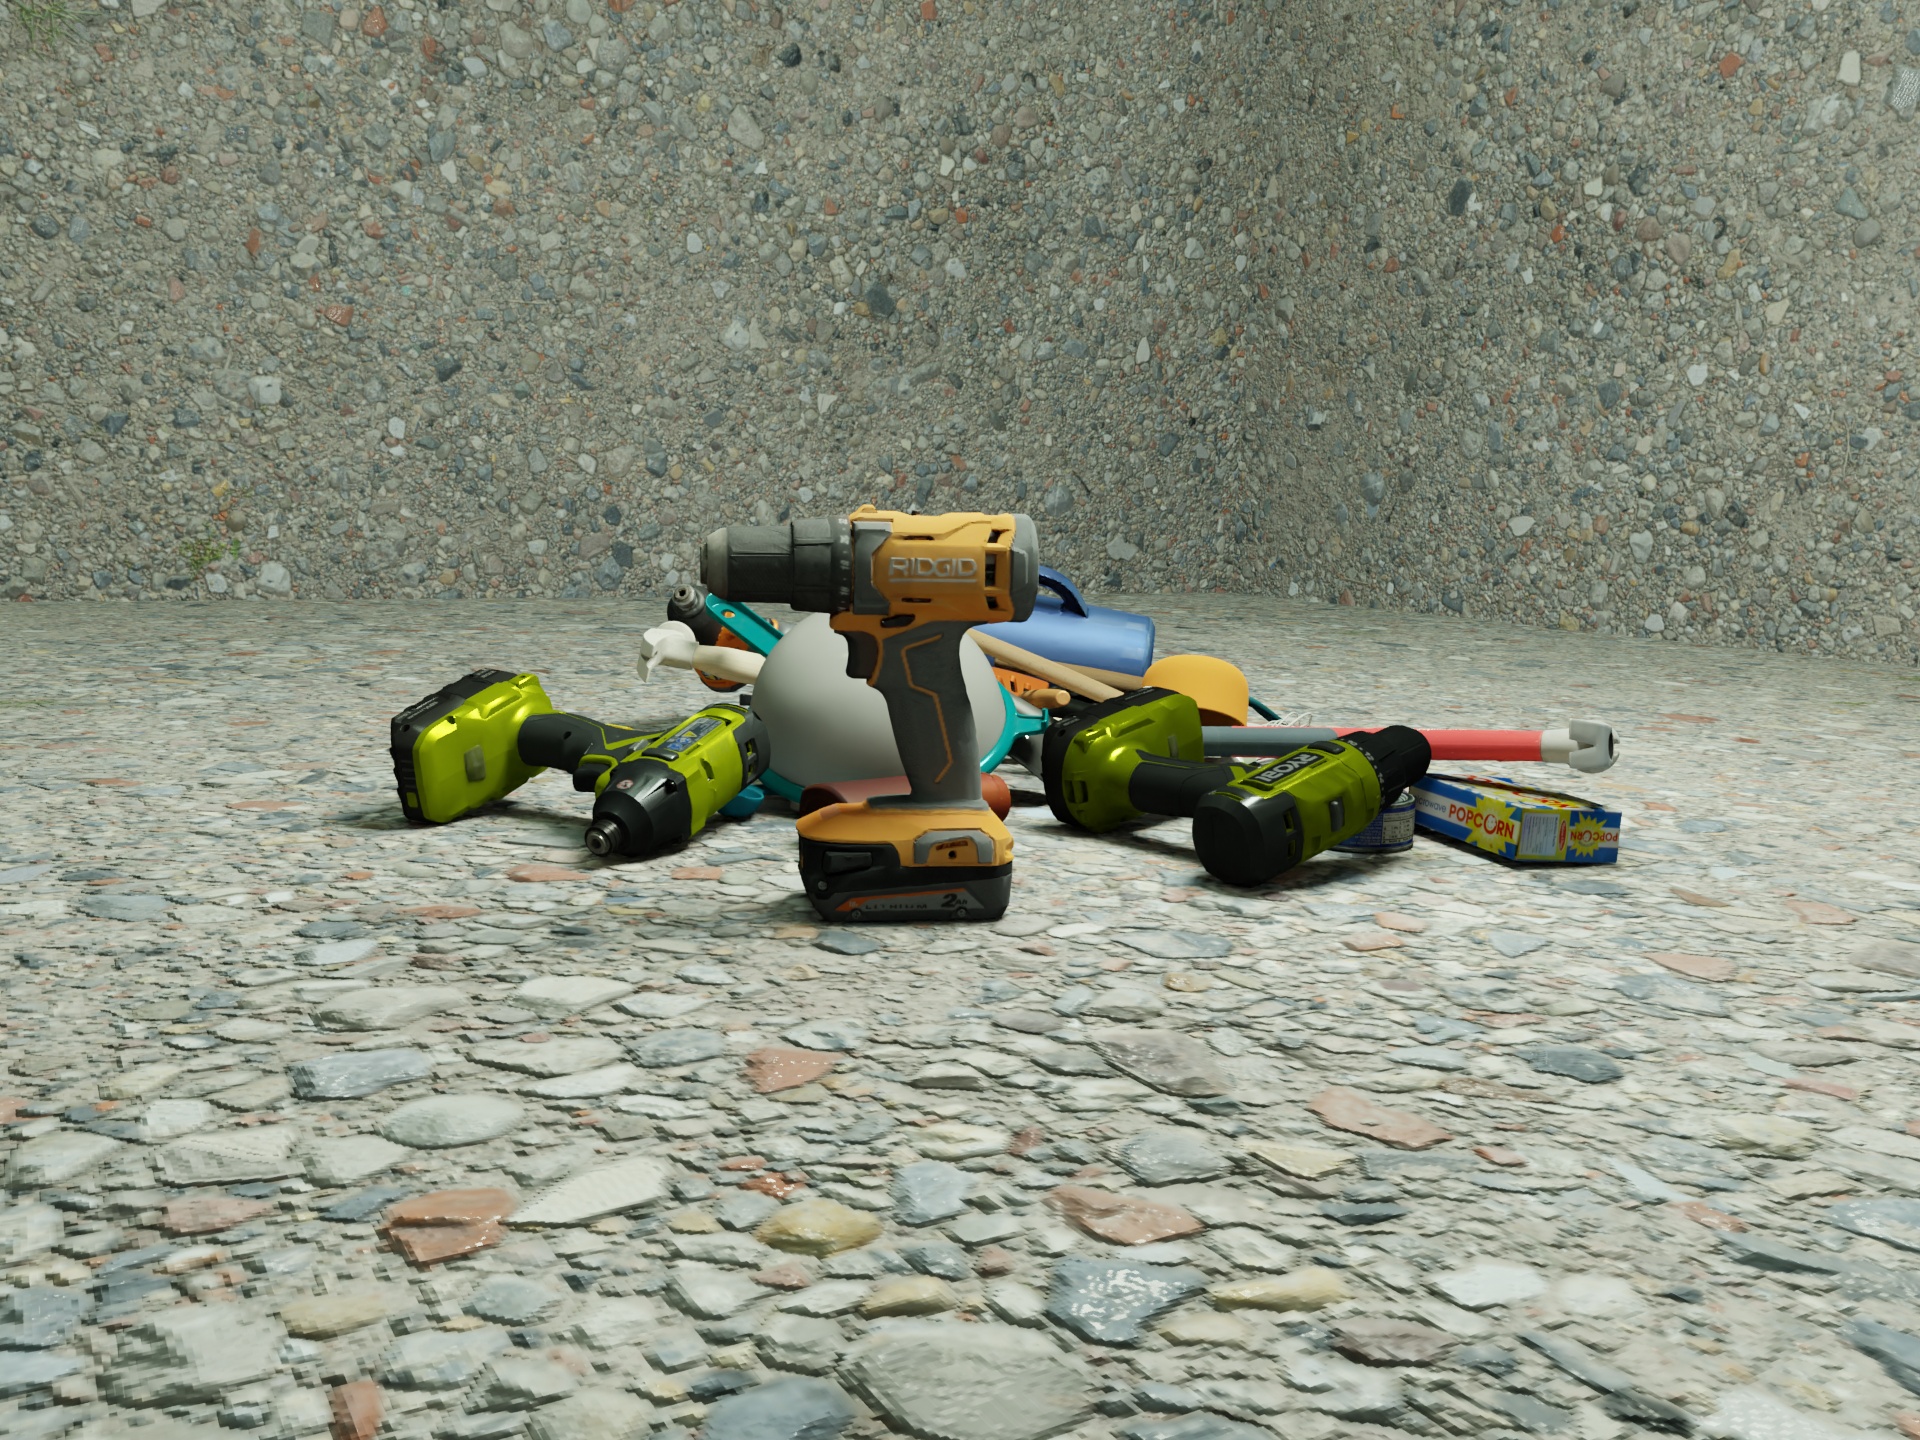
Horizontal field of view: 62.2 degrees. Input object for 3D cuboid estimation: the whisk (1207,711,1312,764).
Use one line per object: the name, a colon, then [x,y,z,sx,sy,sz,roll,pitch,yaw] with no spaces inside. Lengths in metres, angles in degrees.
whisk: [0.239,0.033,1.320,0.058,0.059,0.246,36,27,22]

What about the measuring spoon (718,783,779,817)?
measuring spoon: [-0.143,0.060,1.167,0.042,0.021,0.128,19,6,25]

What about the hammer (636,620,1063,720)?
hammer: [-0.071,-0.018,1.369,0.410,0.038,0.146,12,9,-5]

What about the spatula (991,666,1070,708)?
spatula: [0.066,-0.029,1.468,0.081,0.041,0.322,14,-1,-7]

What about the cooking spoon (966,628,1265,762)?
cooking spoon: [0.126,-0.024,1.415,0.319,0.017,0.069,22,0,-5]

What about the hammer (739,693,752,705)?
hammer: [-0.102,0.014,1.409,0.149,0.036,0.409,-1,9,-14]

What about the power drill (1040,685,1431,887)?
power drill: [0.184,0.035,1.081,0.190,0.080,0.229,-21,21,-33]

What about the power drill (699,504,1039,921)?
power drill: [-0.052,-0.006,0.887,0.185,0.226,0.084,0,8,-10]

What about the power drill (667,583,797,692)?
power drill: [-0.157,-0.080,1.472,0.226,0.084,0.164,1,-22,10]

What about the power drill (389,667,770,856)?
power drill: [-0.264,0.031,1.072,0.223,0.080,0.171,8,25,22]

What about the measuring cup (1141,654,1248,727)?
measuring cup: [0.183,-0.005,1.316,0.095,0.052,0.173,10,-18,-4]

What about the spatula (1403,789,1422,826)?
spatula: [0.356,0.050,1.308,0.060,0.018,0.316,10,12,12]

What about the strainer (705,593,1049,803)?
strainer: [-0.104,-0.057,1.222,0.211,0.095,0.341,-26,42,-30]

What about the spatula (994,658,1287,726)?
spatula: [0.185,-0.016,1.461,0.317,0.044,0.082,11,5,-3]

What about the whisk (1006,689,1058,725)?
whisk: [-0.003,-0.041,1.335,0.296,0.073,0.073,35,11,3]

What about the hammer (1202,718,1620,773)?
hammer: [0.266,0.016,1.160,0.386,0.038,0.143,0,-1,28]

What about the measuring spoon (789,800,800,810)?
measuring spoon: [-0.065,0.056,1.177,0.124,0.018,0.034,0,8,-21]

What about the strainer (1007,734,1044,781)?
strainer: [-0.002,-0.004,1.269,0.259,0.050,0.086,27,-6,35]

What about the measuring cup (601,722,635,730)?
measuring cup: [-0.247,0.036,1.291,0.156,0.029,0.062,17,13,19]
